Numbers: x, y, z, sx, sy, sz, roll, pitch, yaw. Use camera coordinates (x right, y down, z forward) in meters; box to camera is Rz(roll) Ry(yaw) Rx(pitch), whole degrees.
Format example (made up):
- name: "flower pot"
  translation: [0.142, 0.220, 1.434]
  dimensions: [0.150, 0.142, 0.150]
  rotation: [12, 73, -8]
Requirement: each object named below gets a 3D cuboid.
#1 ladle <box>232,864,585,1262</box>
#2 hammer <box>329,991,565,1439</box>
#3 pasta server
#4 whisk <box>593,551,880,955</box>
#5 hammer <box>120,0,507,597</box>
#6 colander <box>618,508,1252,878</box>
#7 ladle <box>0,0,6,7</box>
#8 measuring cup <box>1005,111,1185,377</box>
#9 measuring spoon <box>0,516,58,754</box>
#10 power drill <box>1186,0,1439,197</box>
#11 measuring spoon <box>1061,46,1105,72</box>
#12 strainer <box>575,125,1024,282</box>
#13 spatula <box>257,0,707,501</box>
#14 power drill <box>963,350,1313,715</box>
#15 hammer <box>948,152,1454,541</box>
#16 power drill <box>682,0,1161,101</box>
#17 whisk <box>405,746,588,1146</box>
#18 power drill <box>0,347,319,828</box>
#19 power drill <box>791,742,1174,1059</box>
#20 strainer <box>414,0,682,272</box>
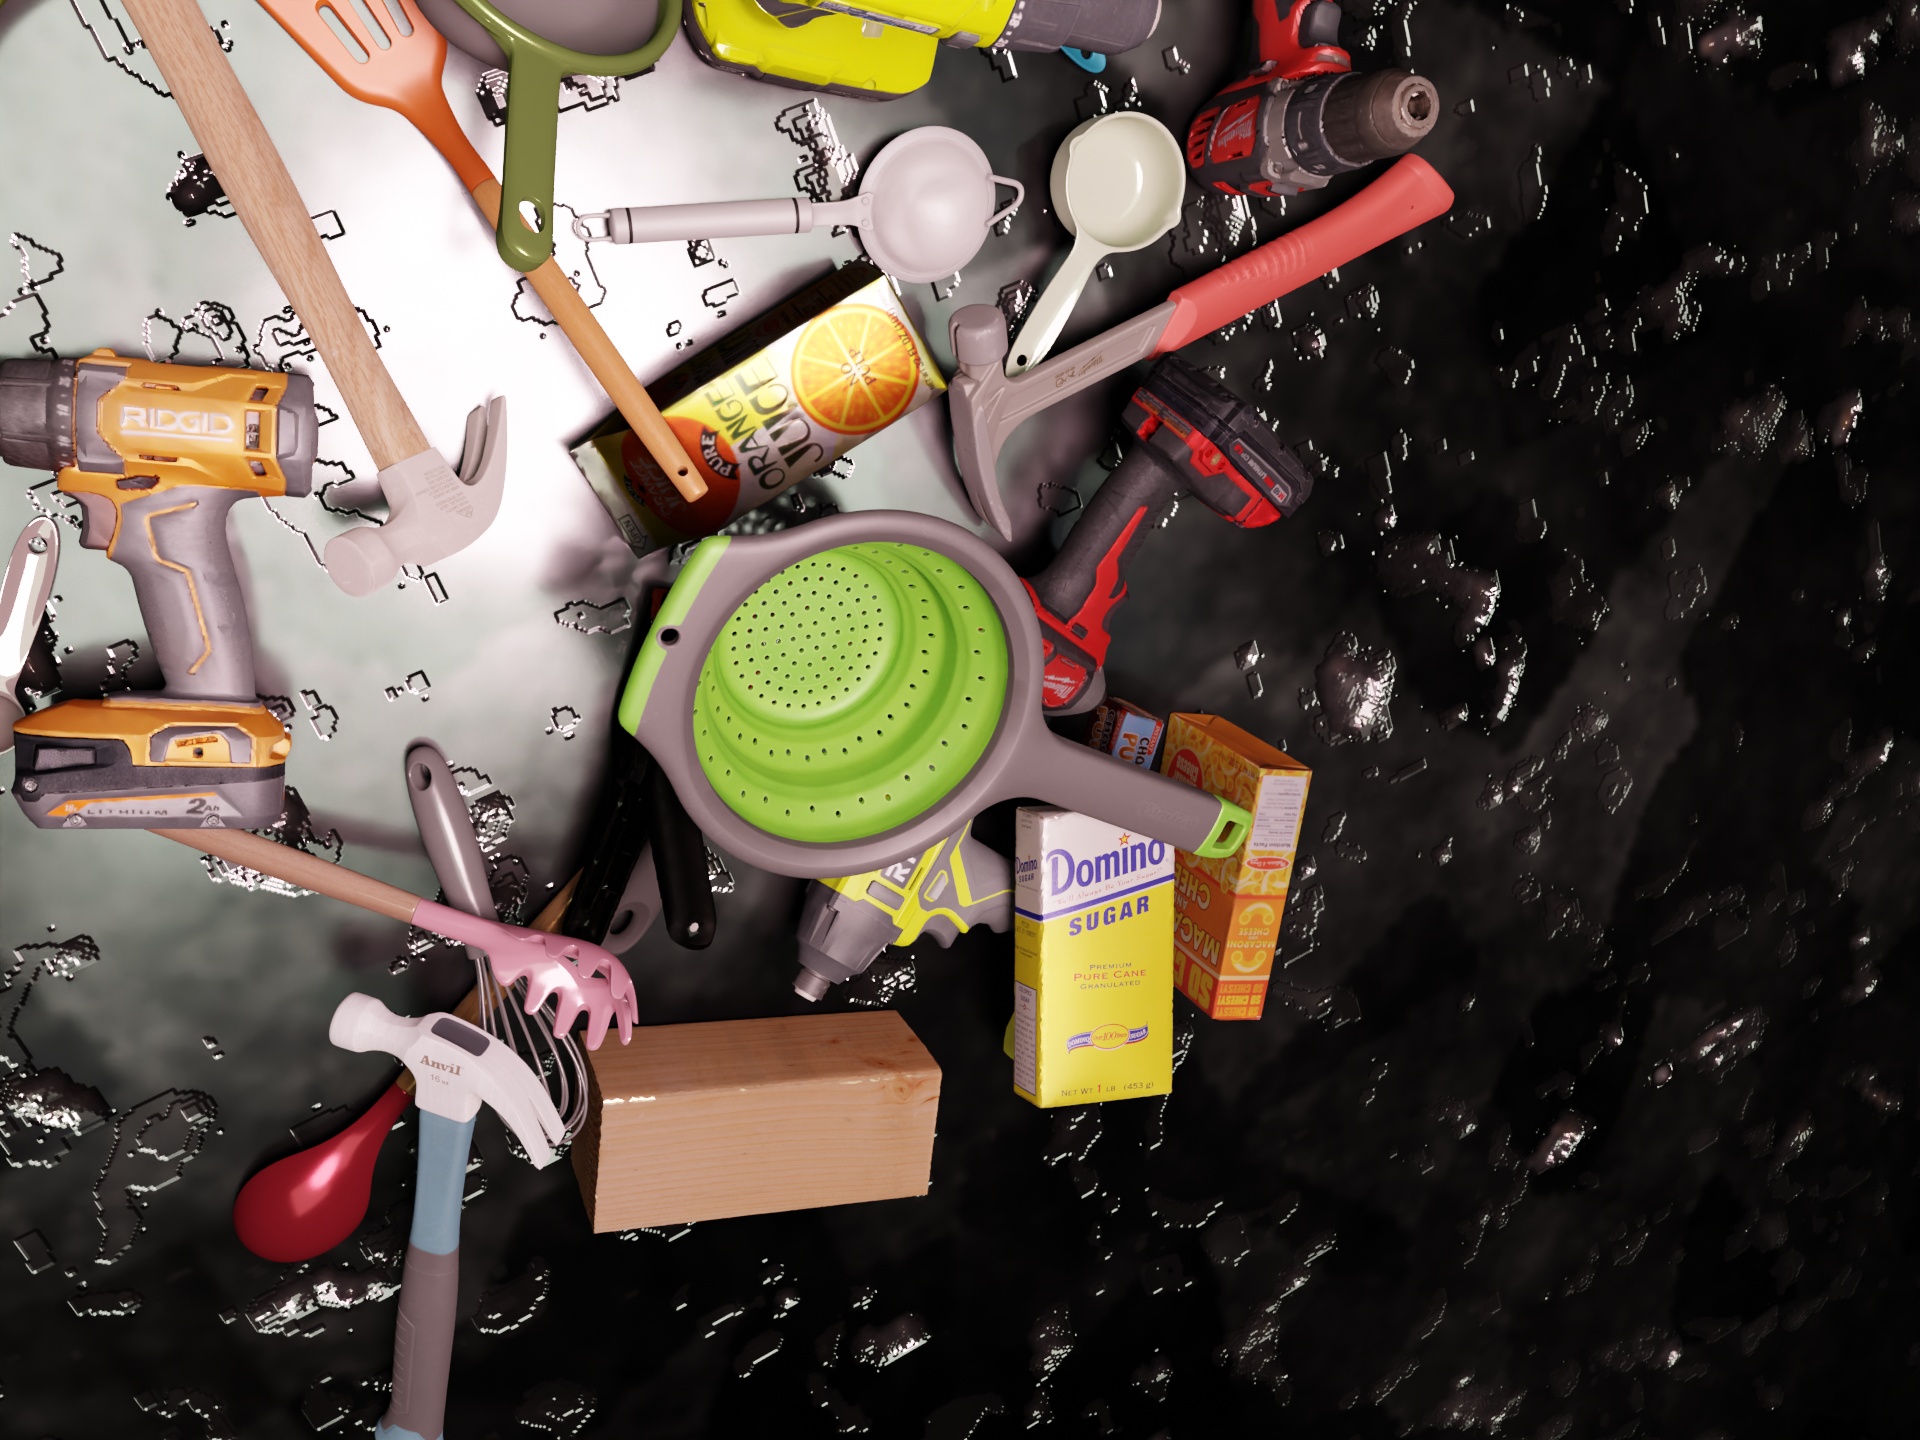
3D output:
- name: "ladle"
  translation: [-0.305, 0.194, 0.927]
  dimensions: [0.069, 0.031, 0.315]
  rotation: [43, 86, -28]
- name: "hammer"
  translation: [-0.305, 0.309, 0.915]
  dimensions: [0.128, 0.033, 0.330]
  rotation: [16, 116, 5]
- name: "pasta server"
  translation: [-0.317, 0.097, 0.841]
  dimensions: [0.316, 0.040, 0.060]
  rotation: [22, 131, -10]
- name: "whisk"
  translation: [-0.135, 0.016, 0.926]
  dimensions: [0.073, 0.073, 0.296]
  rotation: [28, 101, -27]
- name: "hammer"
  translation: [-0.320, -0.231, 0.761]
  dimensions: [0.130, 0.031, 0.331]
  rotation: [-44, 115, -51]
- name: "colander"
  translation: [-0.001, -0.003, 0.877]
  dimensions: [0.396, 0.095, 0.204]
  rotation: [20, 106, -32]
- name: "ladle"
  translation: [-0.467, -0.243, 0.692]
  dimensions: [0.078, 0.062, 0.320]
  rotation: [19, 93, -1]
- name: "measuring cup"
  translation: [0.066, -0.274, 0.929]
  dimensions: [0.083, 0.038, 0.167]
  rotation: [26, 99, -28]
- name: "measuring spoon"
  translation: [-0.473, -0.043, 0.794]
  dimensions: [0.034, 0.018, 0.124]
  rotation: [16, 93, -34]
- name: "power drill"
  translation: [0.202, -0.403, 0.862]
  dimensions: [0.080, 0.188, 0.226]
  rotation: [3, 101, -24]
- name: "measuring spoon"
  translation: [0.035, -0.408, 0.889]
  dimensions: [0.128, 0.021, 0.042]
  rotation: [33, 91, -36]
- name: "strainer"
  translation: [-0.079, -0.274, 0.868]
  dimensions: [0.258, 0.050, 0.086]
  rotation: [-9, 124, -16]
- name: "spatula"
  translation: [-0.223, -0.246, 0.785]
  dimensions: [0.081, 0.041, 0.322]
  rotation: [-35, 94, -9]
- name: "power drill"
  translation: [0.100, -0.097, 0.957]
  dimensions: [0.219, 0.079, 0.143]
  rotation: [-49, 141, 9]
- name: "hammer"
  translation: [0.151, -0.244, 0.958]
  dimensions: [0.359, 0.037, 0.149]
  rotation: [-30, 139, -17]
- name: "power drill"
  translation: [-0.031, -0.348, 0.756]
  dimensions: [0.190, 0.229, 0.080]
  rotation: [3, 105, -23]
- name: "whisk"
  translation: [-0.263, 0.128, 0.893]
  dimensions: [0.055, 0.055, 0.239]
  rotation: [-19, 98, -16]
- name: "power drill"
  translation: [-0.412, -0.065, 0.768]
  dimensions: [0.185, 0.084, 0.226]
  rotation: [2, 97, -23]
- name: "power drill"
  translation: [0.011, 0.133, 1.000]
  dimensions: [0.223, 0.080, 0.171]
  rotation: [34, 81, -25]
- name: "strainer"
  translation: [-0.210, -0.311, 0.741]
  dimensions: [0.151, 0.069, 0.256]
  rotation: [13, 65, -40]
